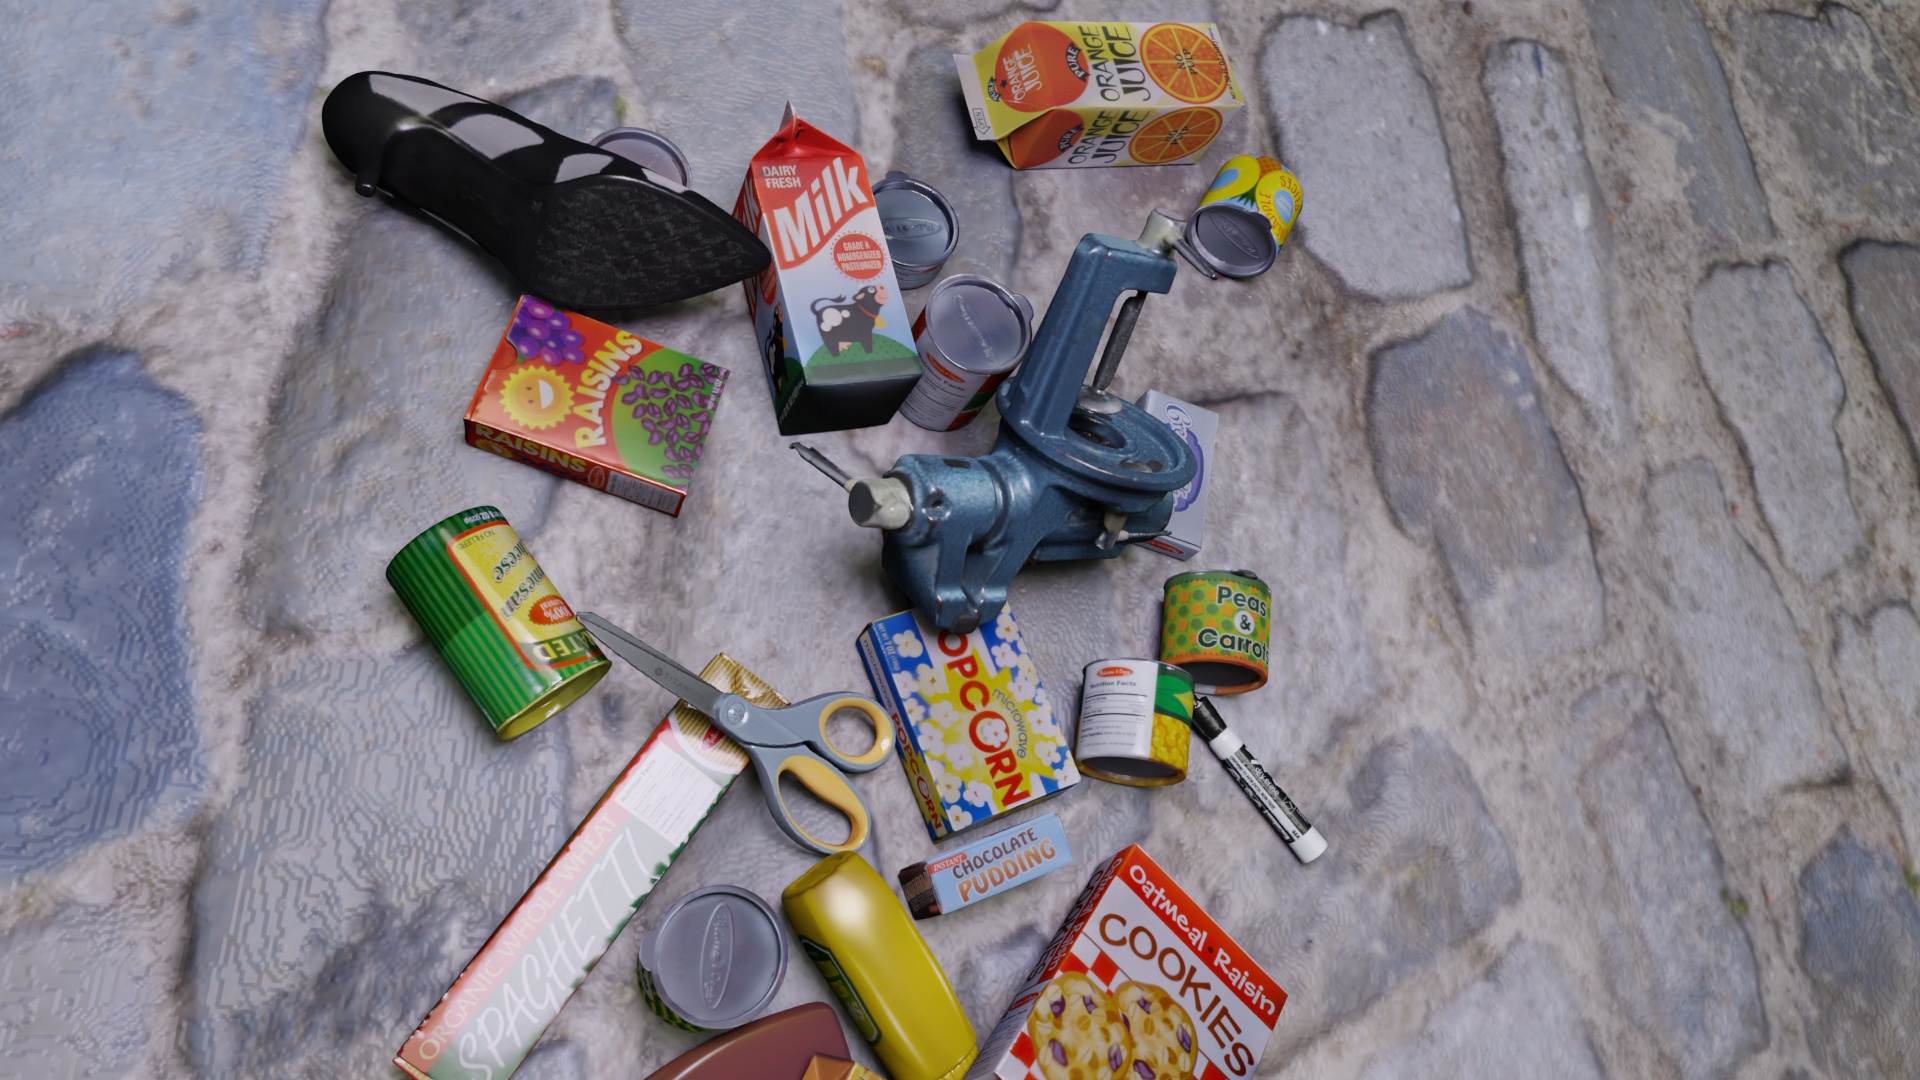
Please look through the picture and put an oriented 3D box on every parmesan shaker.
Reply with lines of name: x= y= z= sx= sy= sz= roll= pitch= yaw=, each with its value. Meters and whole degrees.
parmesan shaker: x=-0.236 y=0.041 z=0.704 sx=0.071 sy=0.071 sz=0.103 roll=-35 pitch=84 yaw=-28

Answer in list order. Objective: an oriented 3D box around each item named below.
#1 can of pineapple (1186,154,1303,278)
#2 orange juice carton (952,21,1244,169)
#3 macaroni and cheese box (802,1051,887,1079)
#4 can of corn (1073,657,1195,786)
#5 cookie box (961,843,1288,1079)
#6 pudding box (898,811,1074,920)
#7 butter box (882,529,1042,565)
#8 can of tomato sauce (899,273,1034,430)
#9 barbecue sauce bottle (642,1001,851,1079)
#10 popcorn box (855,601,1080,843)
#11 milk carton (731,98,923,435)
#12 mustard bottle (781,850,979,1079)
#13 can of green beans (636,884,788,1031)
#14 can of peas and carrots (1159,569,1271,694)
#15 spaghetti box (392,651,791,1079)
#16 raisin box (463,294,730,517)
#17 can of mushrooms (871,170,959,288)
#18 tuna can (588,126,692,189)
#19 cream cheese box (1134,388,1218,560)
can of pineapple: x=0.202 y=-0.229 z=0.977 sx=0.071 sy=0.070 sz=0.058 roll=34 pitch=62 yaw=-5
orange juice carton: x=0.090 y=-0.309 z=0.965 sx=0.193 sy=0.072 sz=0.072 roll=-8 pitch=73 yaw=-23
macaroni and cheese box: x=-0.024 y=0.337 z=0.652 sx=0.166 sy=0.040 sz=0.124 roll=39 pitch=60 yaw=-23
can of corn: x=0.102 y=0.107 z=0.807 sx=0.071 sy=0.071 sz=0.058 roll=15 pitch=66 yaw=-14
cookie box: x=0.091 y=0.261 z=0.729 sx=0.123 sy=0.040 sz=0.168 roll=45 pitch=45 yaw=-1
pudding box: x=0.014 y=0.177 z=0.754 sx=0.084 sy=0.049 sz=0.030 roll=-15 pitch=77 yaw=-25
butter box: x=0.003 y=-0.011 z=0.840 sx=0.104 sy=0.024 sz=0.053 roll=-3 pitch=70 yaw=-22
can of tomato sauce: x=-0.001 y=-0.114 z=0.846 sx=0.071 sy=0.082 sz=0.071 roll=7 pitch=67 yaw=-18
barbecue sauce bottle: x=-0.125 y=0.275 z=0.666 sx=0.149 sy=0.043 sz=0.065 roll=-13 pitch=80 yaw=-24
popcorn box: x=0.004 y=0.096 z=0.789 sx=0.085 sy=0.038 sz=0.127 roll=-16 pitch=76 yaw=-26
milk carton: x=-0.089 y=-0.167 z=0.841 sx=0.073 sy=0.072 sz=0.191 roll=-9 pitch=72 yaw=-23
mustard bottle: x=-0.030 y=0.235 z=0.707 sx=0.049 sy=0.065 sz=0.160 roll=-33 pitch=88 yaw=-25
can of green beans: x=-0.124 y=0.207 z=0.686 sx=0.071 sy=0.057 sz=0.071 roll=7 pitch=67 yaw=-18
can of peas and carrots: x=0.156 y=0.056 z=0.844 sx=0.071 sy=0.070 sz=0.059 roll=14 pitch=66 yaw=-15
spaghetti box: x=-0.179 y=0.166 z=0.698 sx=0.050 sy=0.028 sz=0.251 roll=38 pitch=61 yaw=-3
raisin box: x=-0.203 y=-0.075 z=0.781 sx=0.123 sy=0.040 sz=0.086 roll=20 pitch=65 yaw=-11
can of mushrooms: x=-0.037 y=-0.200 z=0.896 sx=0.071 sy=0.033 sz=0.071 roll=7 pitch=67 yaw=-17
tuna can: x=-0.196 y=-0.212 z=0.842 sx=0.071 sy=0.032 sz=0.071 roll=7 pitch=67 yaw=-18
cream cheese box: x=0.134 y=-0.044 z=0.902 sx=0.053 sy=0.024 sz=0.104 roll=19 pitch=64 yaw=-13
